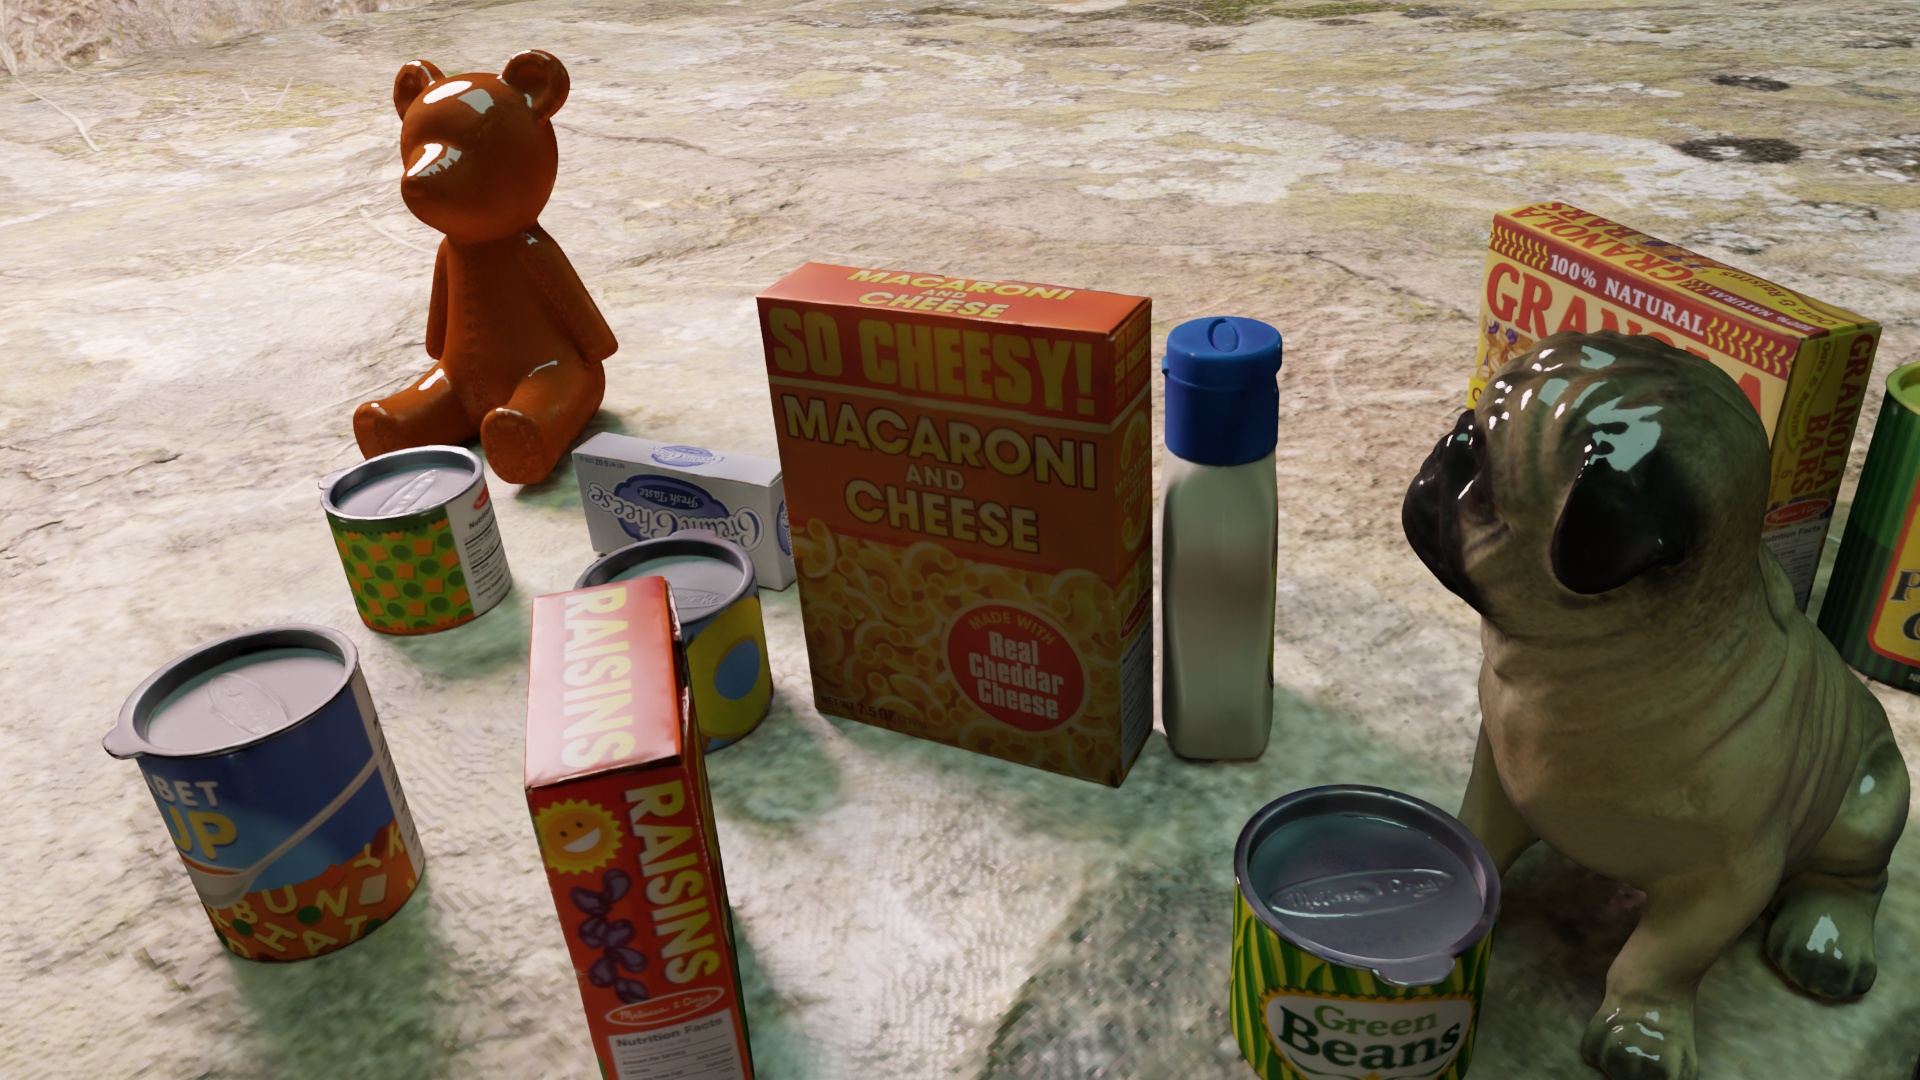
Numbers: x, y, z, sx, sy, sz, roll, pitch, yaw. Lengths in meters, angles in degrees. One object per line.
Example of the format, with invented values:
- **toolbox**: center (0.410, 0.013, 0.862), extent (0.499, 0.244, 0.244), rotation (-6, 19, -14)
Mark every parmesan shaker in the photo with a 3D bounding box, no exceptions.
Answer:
- **parmesan shaker**: center (0.353, -0.004, 0.487), extent (0.071, 0.102, 0.071), rotation (-3, 30, 2)

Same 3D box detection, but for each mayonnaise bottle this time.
- **mayonnaise bottle**: center (0.088, 0.000, 0.469), extent (0.041, 0.147, 0.065), rotation (0, 30, 8)

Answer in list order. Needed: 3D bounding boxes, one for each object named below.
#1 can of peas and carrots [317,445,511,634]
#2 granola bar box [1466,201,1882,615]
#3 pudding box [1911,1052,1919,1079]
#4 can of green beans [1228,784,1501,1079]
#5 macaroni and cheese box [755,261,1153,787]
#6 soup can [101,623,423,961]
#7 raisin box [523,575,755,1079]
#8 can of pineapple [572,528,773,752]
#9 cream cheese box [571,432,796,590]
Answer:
- **can of peas and carrots**: center (-0.236, -0.001, 0.600), extent (0.071, 0.058, 0.071), rotation (-3, 30, 2)
- **granola bar box**: center (0.275, -0.055, 0.565), extent (0.039, 0.123, 0.166), rotation (-12, 31, -14)
- **pudding box**: center (0.278, 0.106, 0.358), extent (0.030, 0.049, 0.084), rotation (22, 39, 38)
- **can of green beans**: center (0.105, 0.108, 0.368), extent (0.071, 0.057, 0.071), rotation (-3, 30, 2)
- **macaroni and cheese box**: center (0.002, -0.006, 0.472), extent (0.124, 0.165, 0.040), rotation (10, 33, 24)
- **soup can**: center (-0.214, 0.079, 0.433), extent (0.071, 0.083, 0.072), rotation (-3, 30, 2)
- **raisin box**: center (-0.084, 0.084, 0.370), extent (0.040, 0.122, 0.086), rotation (-10, 30, -10)
- **can of pineapple**: center (-0.105, 0.038, 0.518), extent (0.071, 0.057, 0.071), rotation (-3, 30, 2)
- **cream cheese box**: center (-0.119, -0.014, 0.613), extent (0.104, 0.053, 0.024), rotation (10, 32, 23)
